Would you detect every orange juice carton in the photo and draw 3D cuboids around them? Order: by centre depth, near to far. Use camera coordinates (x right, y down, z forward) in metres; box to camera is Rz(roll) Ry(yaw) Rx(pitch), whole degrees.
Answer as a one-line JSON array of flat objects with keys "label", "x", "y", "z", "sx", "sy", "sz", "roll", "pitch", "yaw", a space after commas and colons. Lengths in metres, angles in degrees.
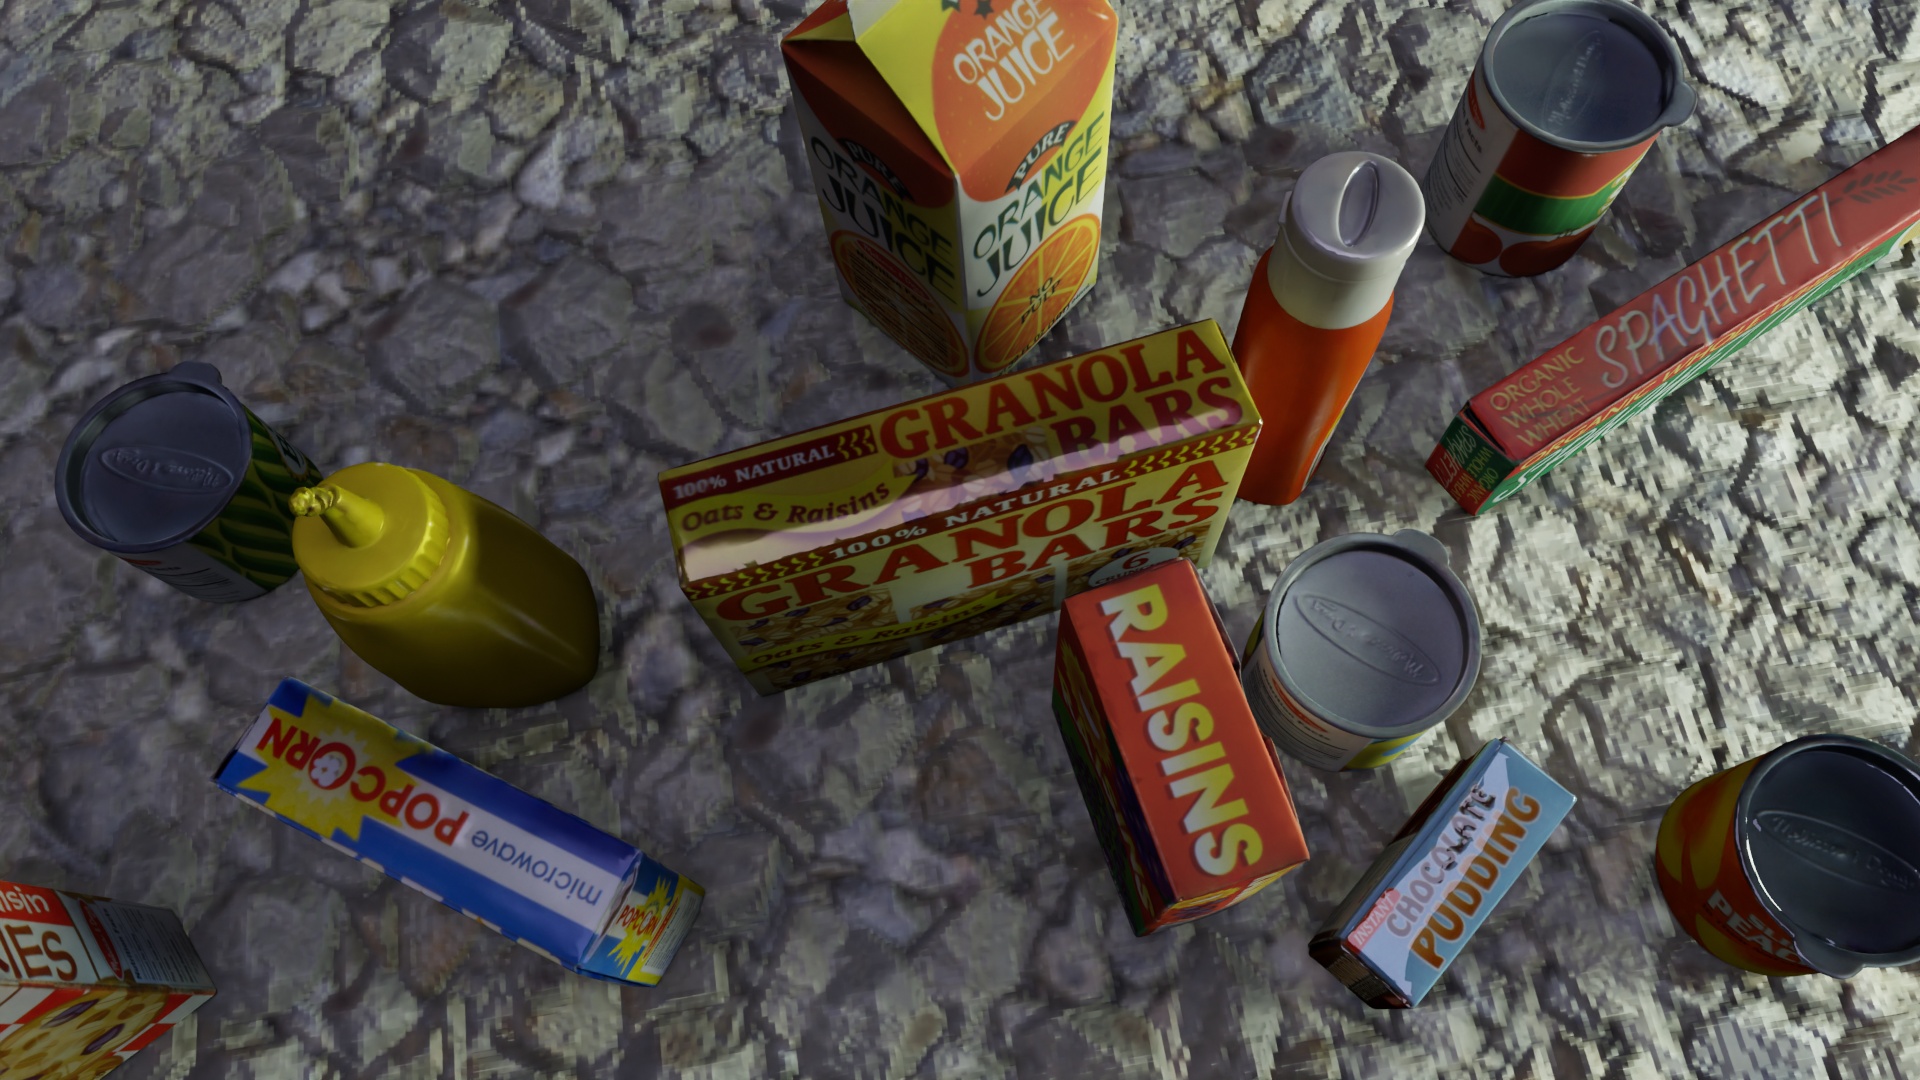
[{"label": "orange juice carton", "x": -0.001, "y": -0.128, "z": 0.448, "sx": 0.073, "sy": 0.192, "sz": 0.072, "roll": 40, "pitch": 76, "yaw": 15}]

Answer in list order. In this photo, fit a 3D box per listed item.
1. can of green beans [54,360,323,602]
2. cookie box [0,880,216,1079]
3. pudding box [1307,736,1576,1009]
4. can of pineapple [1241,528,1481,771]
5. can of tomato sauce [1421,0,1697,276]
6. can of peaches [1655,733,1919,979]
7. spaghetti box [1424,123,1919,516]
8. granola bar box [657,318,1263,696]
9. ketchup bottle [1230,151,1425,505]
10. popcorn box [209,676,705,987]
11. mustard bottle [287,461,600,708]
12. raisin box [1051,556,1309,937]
[{"label": "can of green beans", "x": -0.268, "y": -0.017, "z": 0.490, "sx": 0.071, "sy": 0.057, "sz": 0.071, "roll": -1, "pitch": 70, "yaw": 2}, {"label": "cookie box", "x": -0.306, "y": 0.144, "z": 0.373, "sx": 0.123, "sy": 0.167, "sz": 0.040, "roll": -37, "pitch": 72, "yaw": -10}, {"label": "pudding box", "x": 0.148, "y": 0.104, "z": 0.430, "sx": 0.030, "sy": 0.049, "sz": 0.084, "roll": 40, "pitch": 76, "yaw": 15}, {"label": "can of pineapple", "x": 0.129, "y": 0.037, "z": 0.452, "sx": 0.071, "sy": 0.057, "sz": 0.071, "roll": -1, "pitch": 70, "yaw": 2}, {"label": "can of tomato sauce", "x": 0.212, "y": -0.144, "z": 0.503, "sx": 0.071, "sy": 0.083, "sz": 0.071, "roll": -1, "pitch": 70, "yaw": 2}, {"label": "can of peaches", "x": 0.255, "y": 0.099, "z": 0.422, "sx": 0.071, "sy": 0.058, "sz": 0.071, "roll": -1, "pitch": 70, "yaw": 2}, {"label": "spaghetti box", "x": 0.278, "y": -0.088, "z": 0.496, "sx": 0.250, "sy": 0.050, "sz": 0.029, "roll": -31, "pitch": 71, "yaw": -9}, {"label": "granola bar box", "x": 0.002, "y": -0.005, "z": 0.438, "sx": 0.166, "sy": 0.123, "sz": 0.039, "roll": -16, "pitch": 70, "yaw": -3}, {"label": "ketchup bottle", "x": 0.110, "y": -0.065, "z": 0.443, "sx": 0.043, "sy": 0.148, "sz": 0.065, "roll": 15, "pitch": 71, "yaw": 8}, {"label": "popcorn box", "x": -0.149, "y": 0.093, "z": 0.429, "sx": 0.127, "sy": 0.085, "sz": 0.038, "roll": 23, "pitch": 73, "yaw": 11}, {"label": "mustard bottle", "x": -0.158, "y": 0.012, "z": 0.420, "sx": 0.065, "sy": 0.159, "sz": 0.049, "roll": -10, "pitch": 70, "yaw": -1}, {"label": "raisin box", "x": 0.060, "y": 0.067, "z": 0.409, "sx": 0.040, "sy": 0.123, "sz": 0.086, "roll": -17, "pitch": 70, "yaw": -4}]
